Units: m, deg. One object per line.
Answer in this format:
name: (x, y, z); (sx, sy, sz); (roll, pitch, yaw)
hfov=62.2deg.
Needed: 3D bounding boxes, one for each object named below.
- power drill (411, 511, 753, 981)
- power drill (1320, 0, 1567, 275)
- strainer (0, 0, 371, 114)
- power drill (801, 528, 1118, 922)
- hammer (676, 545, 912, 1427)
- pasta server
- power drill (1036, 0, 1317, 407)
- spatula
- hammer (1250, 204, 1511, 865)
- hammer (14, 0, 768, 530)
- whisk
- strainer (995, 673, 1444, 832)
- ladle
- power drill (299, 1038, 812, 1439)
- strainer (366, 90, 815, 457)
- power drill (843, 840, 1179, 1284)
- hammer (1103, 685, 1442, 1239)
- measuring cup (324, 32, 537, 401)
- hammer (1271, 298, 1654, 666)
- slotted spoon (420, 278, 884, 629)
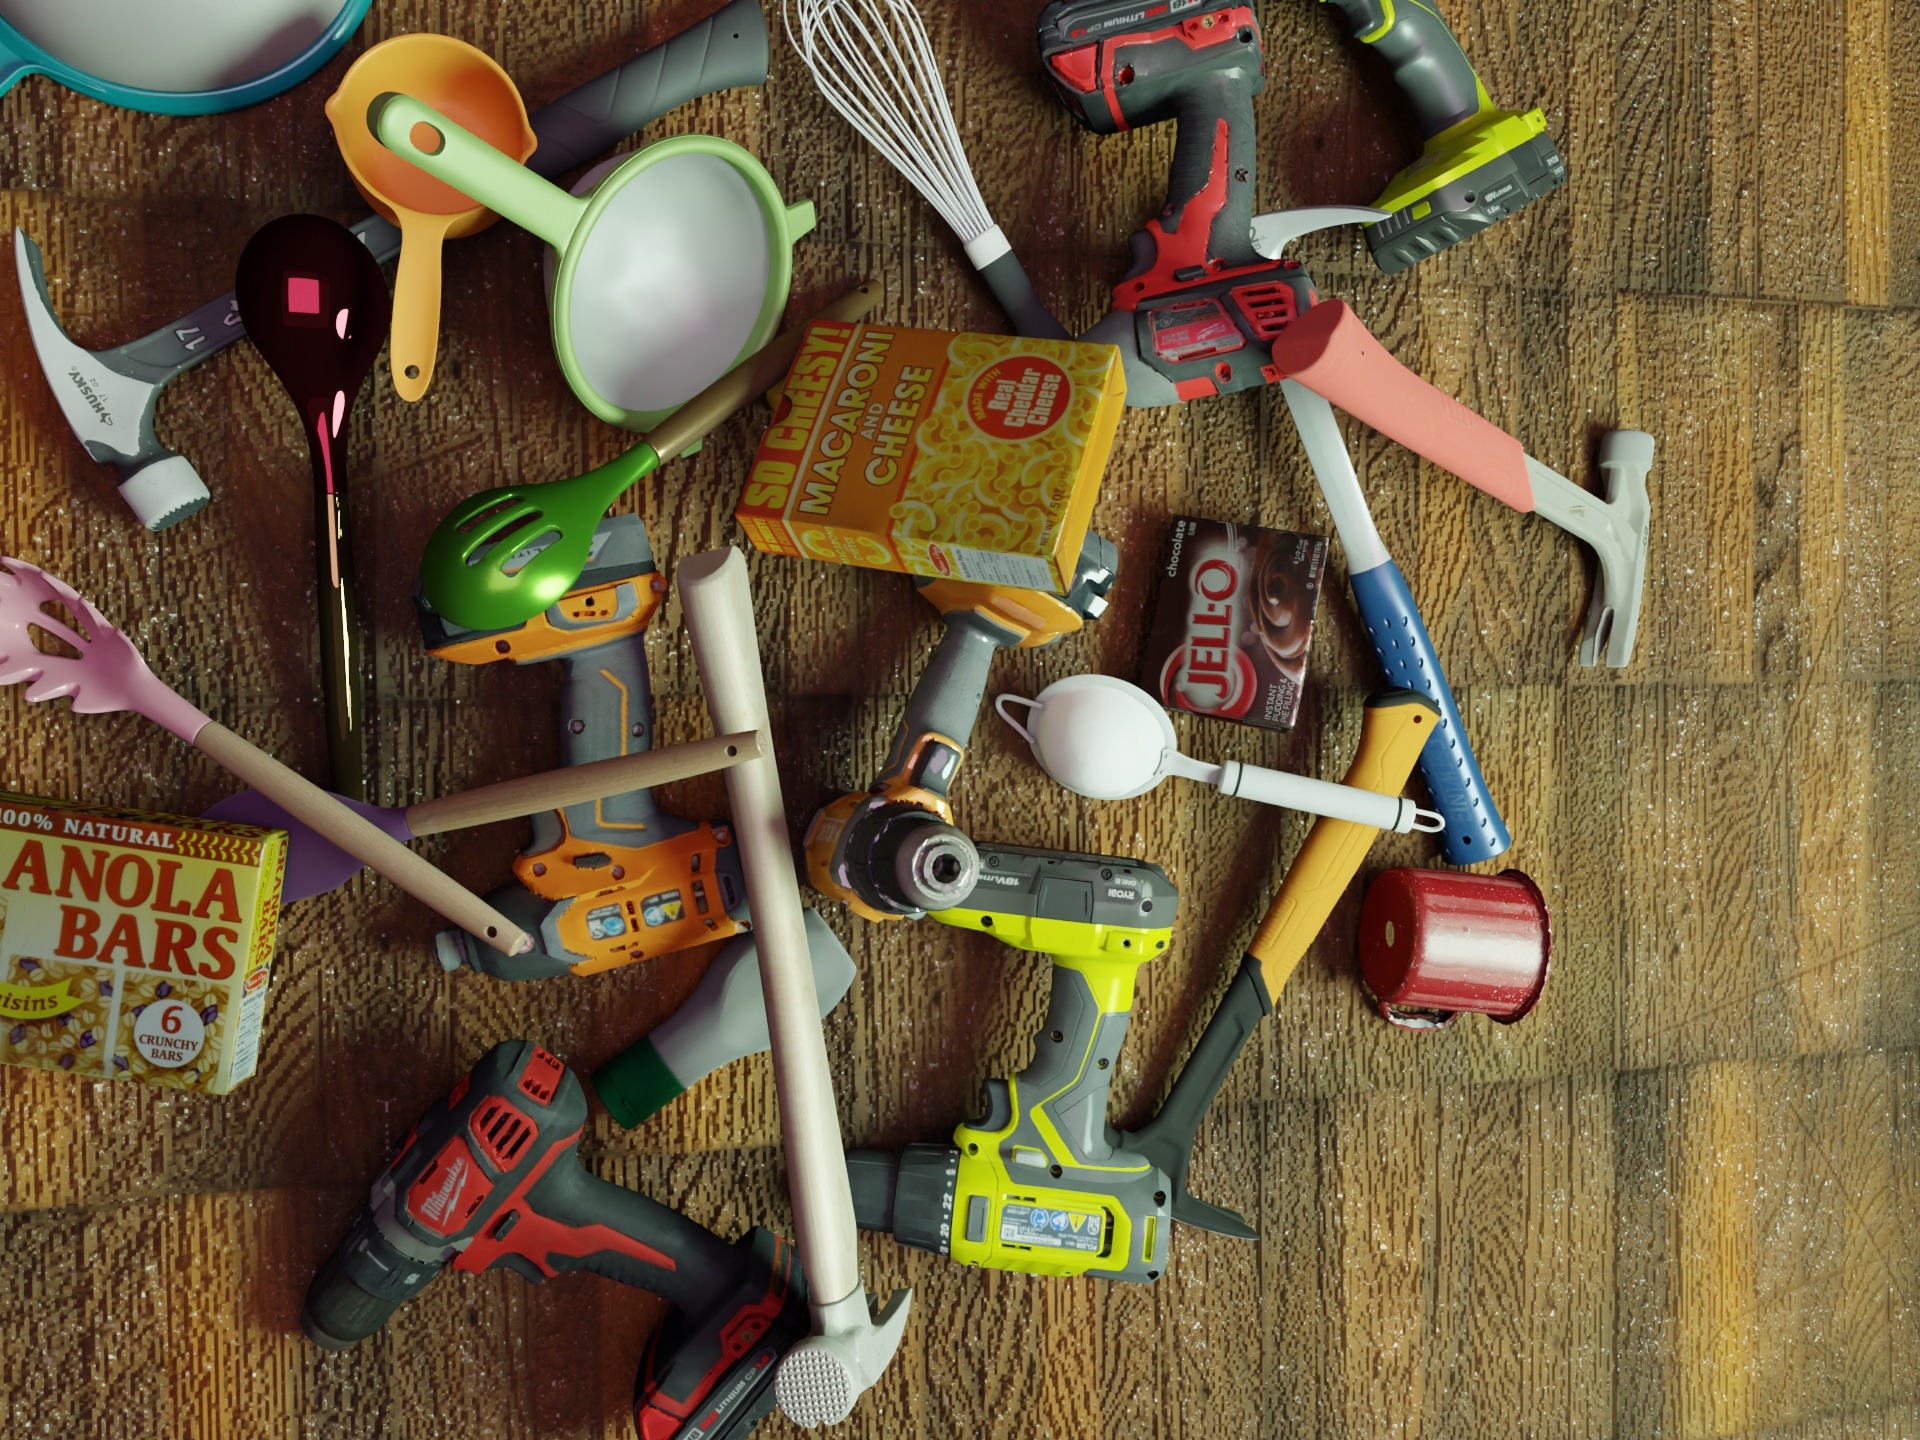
power drill: (-0.207, 0.020, 0.811); (0.164, 0.084, 0.226); (-15, 98, -13)
power drill: (0.244, -0.380, 0.906); (0.171, 0.080, 0.223); (-35, 100, -36)
strainer: (-0.423, -0.356, 0.734); (0.211, 0.095, 0.340); (41, 80, -13)
power drill: (-0.001, -0.003, 0.814); (0.084, 0.185, 0.226); (27, 81, -15)
hammer: (-0.086, 0.118, 0.794); (0.038, 0.146, 0.411); (-11, 85, 9)
pasta server: (-0.341, 0.021, 0.754); (0.316, 0.040, 0.060); (33, 94, 5)
power drill: (0.108, -0.278, 0.856); (0.143, 0.078, 0.220); (-10, 83, 16)
spatula: (-0.240, 0.041, 0.763); (0.316, 0.018, 0.060); (-12, 96, 14)
hammer: (0.241, -0.102, 0.929); (0.144, 0.035, 0.405); (-19, 103, 23)
hammer: (-0.272, -0.265, 0.810); (0.409, 0.036, 0.149); (-35, 99, -13)
whisk: (-0.002, -0.289, 0.873); (0.070, 0.070, 0.284); (-38, 106, -11)
strainer: (0.142, 0.030, 0.885); (0.258, 0.050, 0.086); (12, 129, 2)
ladle: (-0.310, -0.086, 0.783); (0.069, 0.031, 0.315); (-5, 104, -26)
power drill: (-0.203, 0.290, 0.811); (0.226, 0.080, 0.188); (39, 99, -12)
strainer: (-0.188, -0.237, 0.764); (0.256, 0.069, 0.151); (18, 102, -57)
power drill: (0.026, 0.185, 0.869); (0.190, 0.080, 0.228); (6, 90, 5)
hammer: (0.191, 0.135, 0.924); (0.127, 0.034, 0.337); (28, 91, -13)
measuring cup: (-0.258, -0.237, 0.770); (0.095, 0.052, 0.173); (5, 90, -15)
hammer: (0.292, -0.138, 0.888); (0.358, 0.037, 0.149); (15, 83, -42)
slotted spoon: (-0.140, -0.148, 0.798); (0.070, 0.031, 0.314); (38, 57, 11)
